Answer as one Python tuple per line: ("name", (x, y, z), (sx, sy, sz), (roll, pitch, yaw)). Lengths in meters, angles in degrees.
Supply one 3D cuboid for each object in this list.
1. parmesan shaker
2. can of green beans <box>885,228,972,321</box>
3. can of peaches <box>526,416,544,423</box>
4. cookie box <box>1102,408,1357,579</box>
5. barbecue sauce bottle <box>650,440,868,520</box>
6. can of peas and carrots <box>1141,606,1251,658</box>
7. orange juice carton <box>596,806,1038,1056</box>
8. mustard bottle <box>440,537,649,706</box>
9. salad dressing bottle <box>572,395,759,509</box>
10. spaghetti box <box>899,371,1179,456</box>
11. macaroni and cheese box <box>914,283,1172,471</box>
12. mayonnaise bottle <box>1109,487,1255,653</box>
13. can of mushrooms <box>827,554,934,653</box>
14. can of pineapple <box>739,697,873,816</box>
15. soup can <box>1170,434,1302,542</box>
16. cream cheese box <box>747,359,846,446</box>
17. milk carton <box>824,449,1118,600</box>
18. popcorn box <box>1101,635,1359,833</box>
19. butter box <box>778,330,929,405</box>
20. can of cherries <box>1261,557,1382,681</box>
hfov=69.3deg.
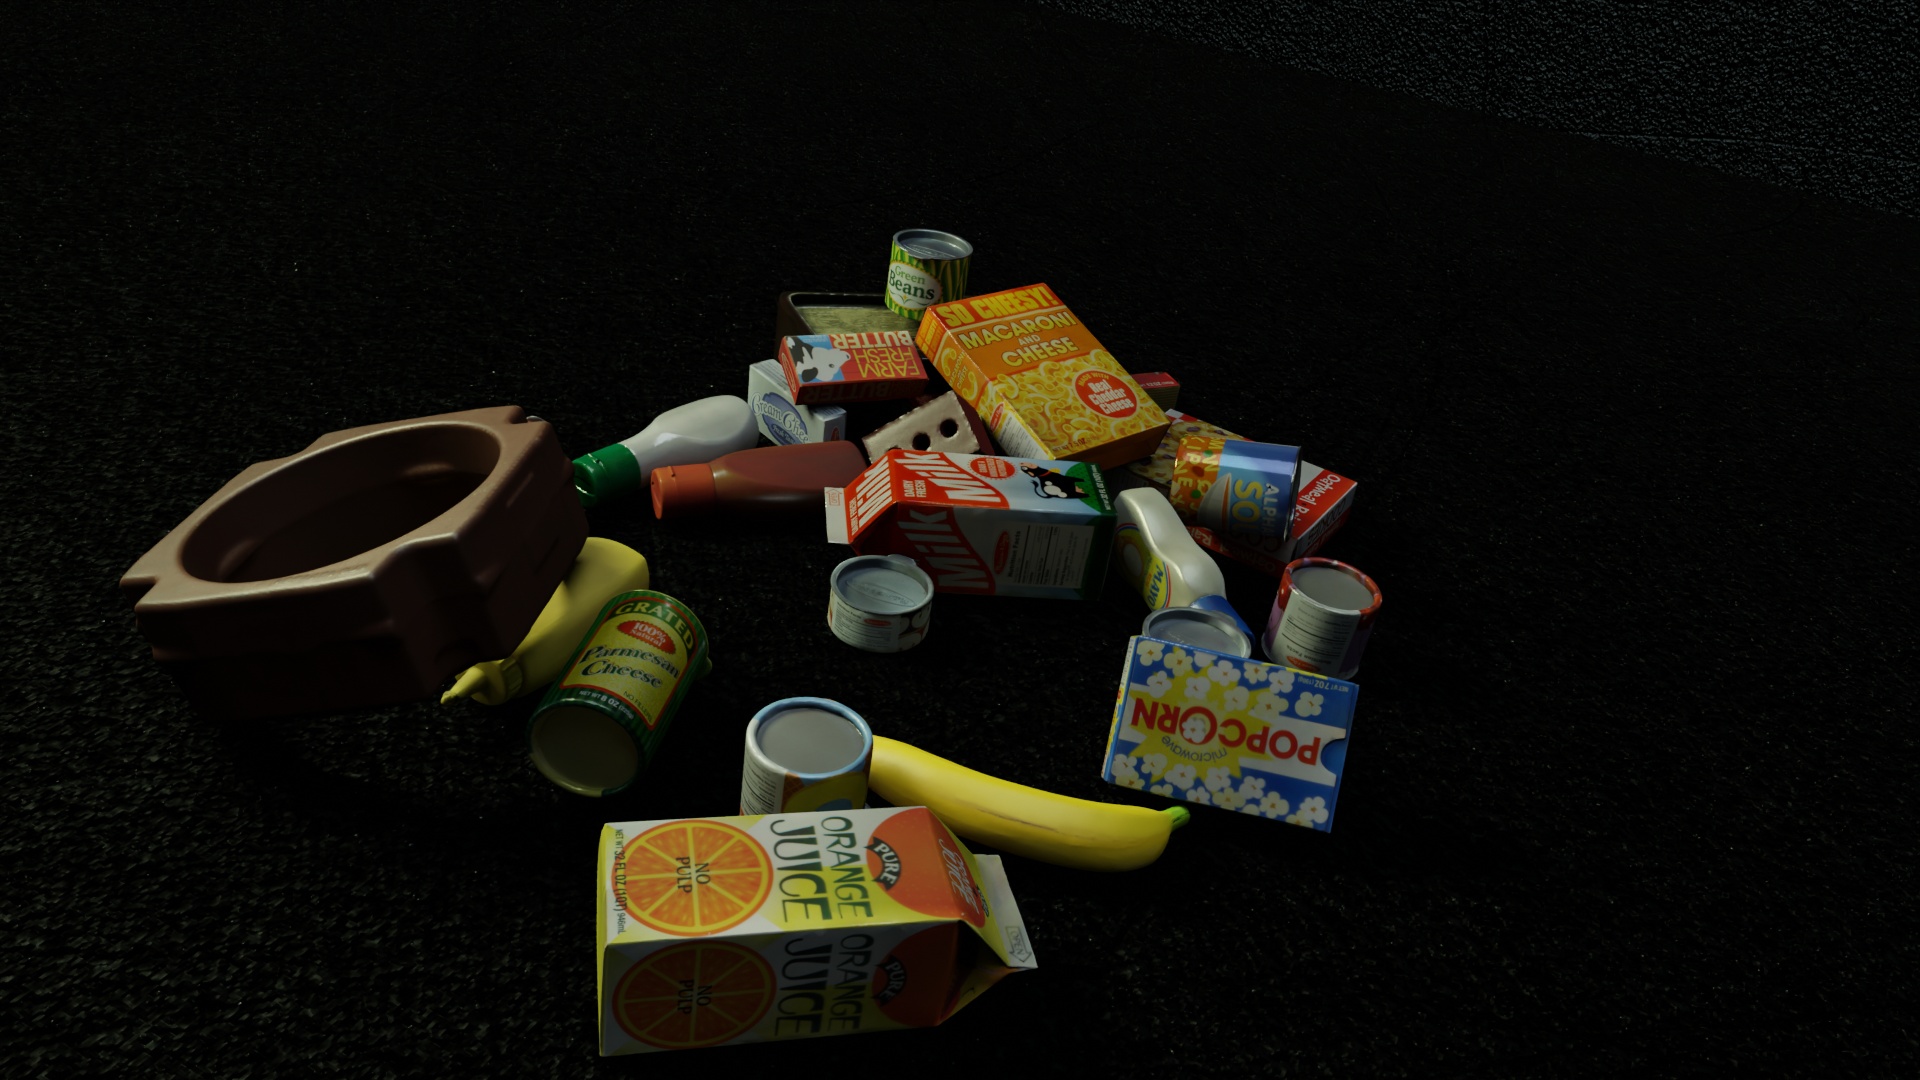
("parmesan shaker", (-0.182, 0.083, 0.754), (0.071, 0.071, 0.103), (11, 32, 3))
("can of green beans", (-0.027, -0.220, 1.156), (0.071, 0.057, 0.071), (8, 31, -5))
("can of peaches", (-0.301, -0.042, 0.920), (0.071, 0.071, 0.058), (7, 32, -4))
("cookie box", (0.206, -0.038, 1.080), (0.167, 0.040, 0.123), (25, 35, 25))
("barbecue sauce bottle", (-0.142, -0.040, 0.985), (0.149, 0.043, 0.065), (-6, 39, -23))
("can of peas and carrots", (0.139, 0.081, 0.849), (0.071, 0.058, 0.071), (8, 31, -4))
("orange juice carton", (-0.065, 0.174, 0.631), (0.193, 0.072, 0.072), (0, 32, -16))
("mustard bottle", (-0.246, 0.053, 0.801), (0.065, 0.048, 0.161), (16, 33, 18))
("salad dressing bottle", (-0.214, -0.064, 1.005), (0.064, 0.043, 0.148), (30, 38, 29))
("spaghetti box", (0.067, -0.101, 1.134), (0.251, 0.050, 0.029), (-9, 34, -27))
("macaroni and cheese box", (0.061, -0.120, 1.058), (0.124, 0.040, 0.167), (-18, 58, -35))
("mayonnaise bottle", (0.146, 0.028, 0.938), (0.041, 0.064, 0.149), (-6, 38, -22))
("can of mushrooms", (-0.050, 0.039, 0.890), (0.071, 0.033, 0.071), (6, 31, -4))
("can of pineapple", (-0.079, 0.123, 0.723), (0.071, 0.057, 0.071), (7, 31, -4))
("soup can", (0.195, -0.036, 0.982), (0.084, 0.071, 0.072), (8, 30, 16))
("cream cheese box", (-0.126, -0.094, 1.068), (0.024, 0.053, 0.104), (-19, 41, -36))
("milk carton", (0.003, -0.012, 0.950), (0.191, 0.073, 0.073), (3, 32, -10))
("popcorn box", (0.150, 0.107, 0.781), (0.127, 0.085, 0.038), (12, -4, 4))
("butter box", (-0.080, -0.131, 1.047), (0.104, 0.024, 0.053), (-6, 54, -23))
("can of cherries", (0.241, 0.051, 0.926), (0.071, 0.058, 0.072), (7, 32, -4))
